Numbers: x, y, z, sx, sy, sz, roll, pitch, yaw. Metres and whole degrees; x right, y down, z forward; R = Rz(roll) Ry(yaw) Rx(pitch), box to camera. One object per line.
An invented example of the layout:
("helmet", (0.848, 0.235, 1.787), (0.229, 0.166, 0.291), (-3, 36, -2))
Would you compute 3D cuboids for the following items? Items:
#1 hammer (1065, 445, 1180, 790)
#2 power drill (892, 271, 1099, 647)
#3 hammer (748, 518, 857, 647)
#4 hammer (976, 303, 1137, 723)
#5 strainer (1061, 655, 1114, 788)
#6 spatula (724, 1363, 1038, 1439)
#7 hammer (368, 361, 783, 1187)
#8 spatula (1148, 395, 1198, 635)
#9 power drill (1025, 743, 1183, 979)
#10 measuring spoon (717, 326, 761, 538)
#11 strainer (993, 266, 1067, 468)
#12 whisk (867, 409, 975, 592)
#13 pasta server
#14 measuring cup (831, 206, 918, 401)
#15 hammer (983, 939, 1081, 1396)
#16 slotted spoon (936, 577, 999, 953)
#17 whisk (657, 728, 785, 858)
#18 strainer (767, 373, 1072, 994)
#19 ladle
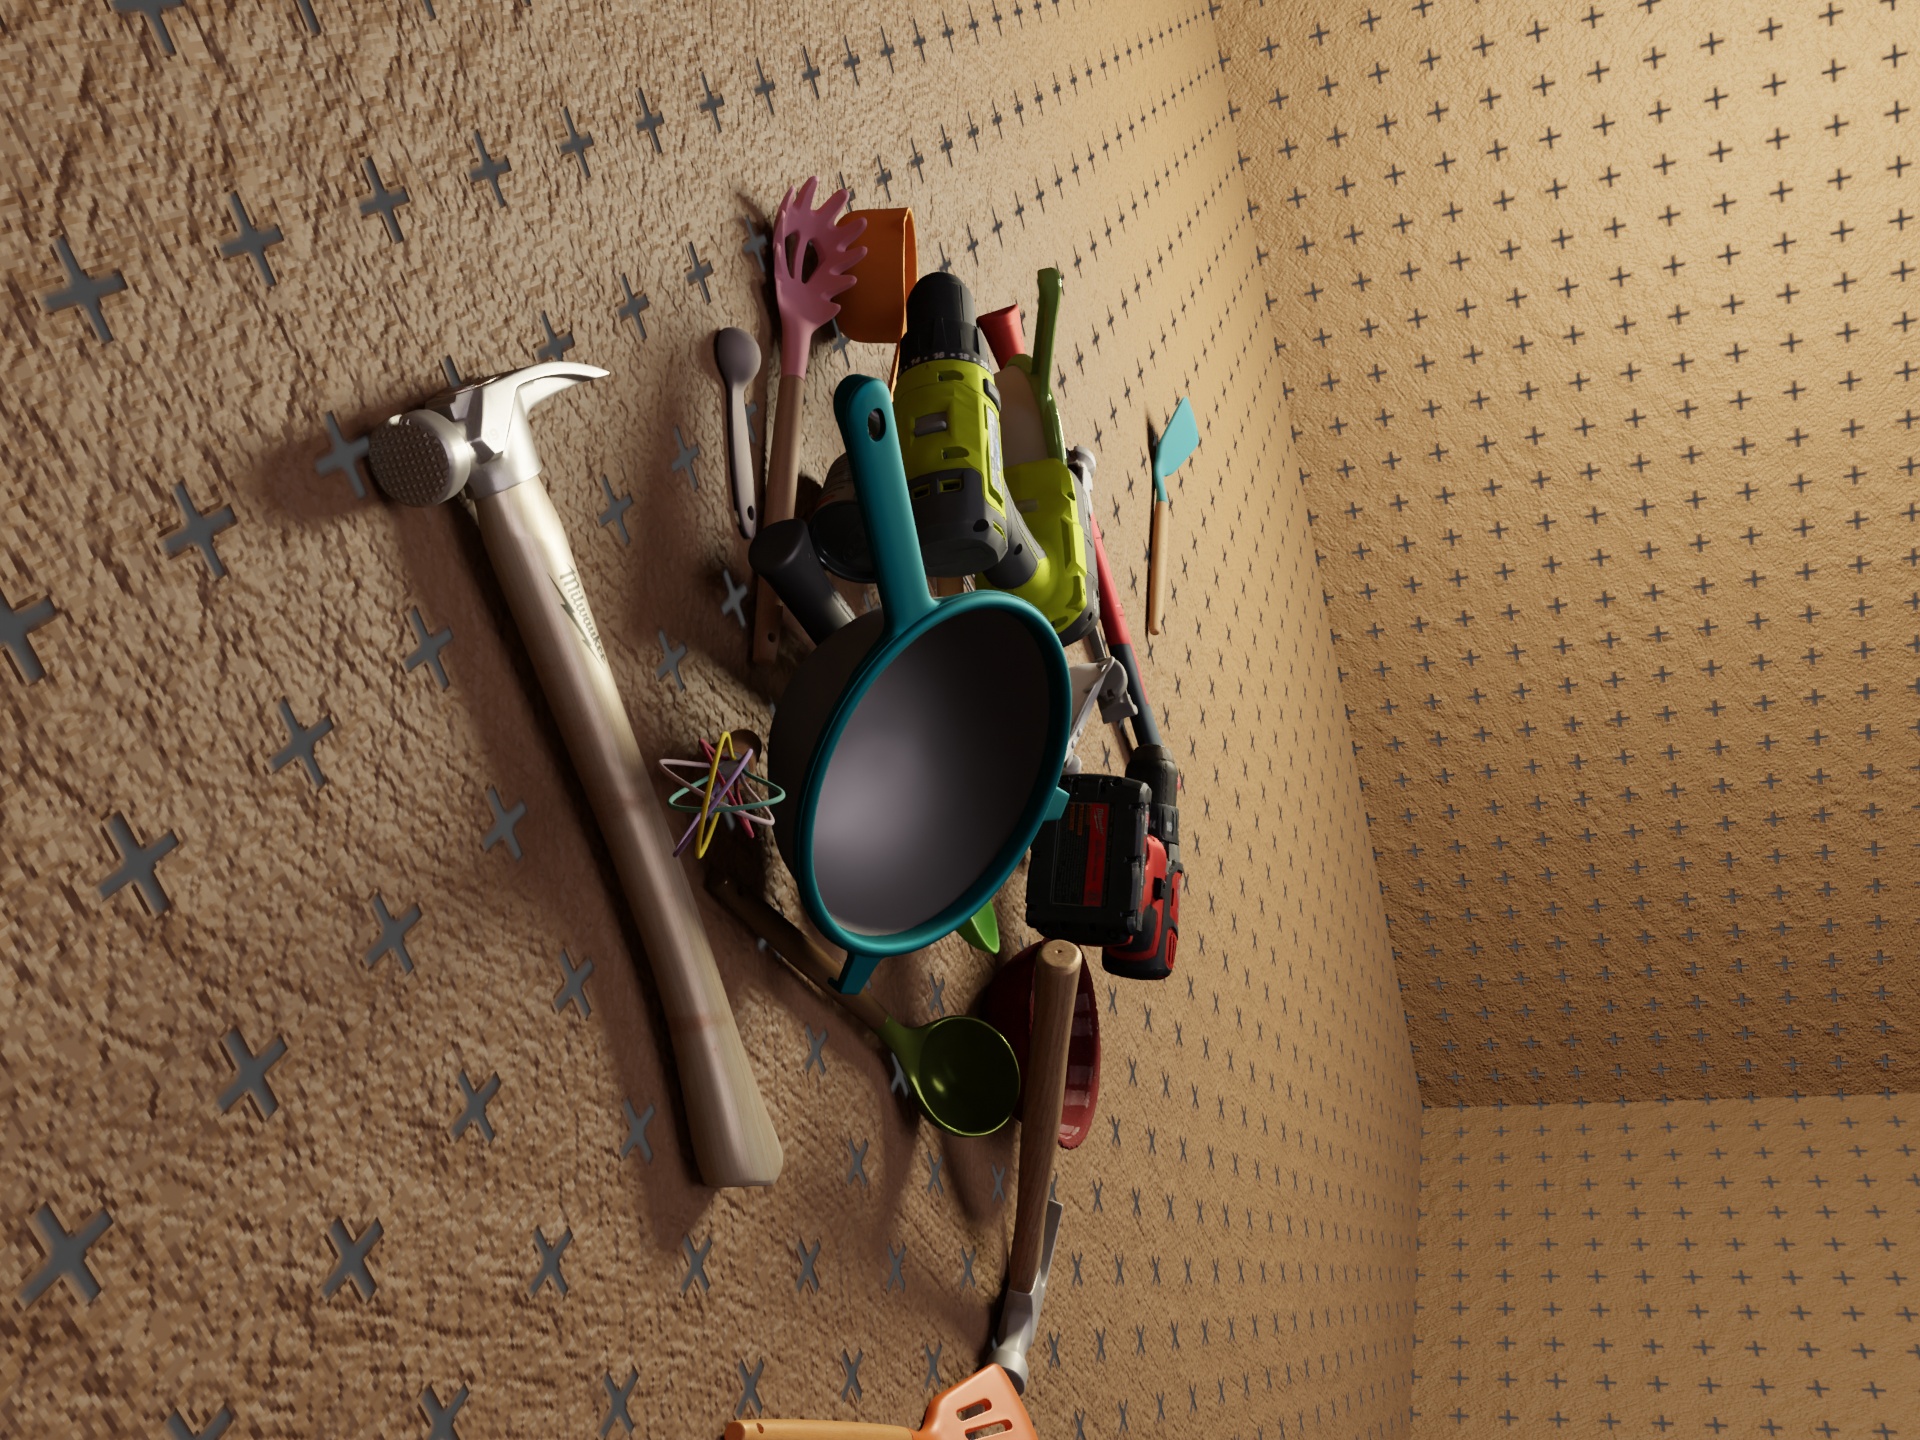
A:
("hammer", (0.154, -0.066, 1.544), (0.143, 0.038, 0.385), (-81, 156, -53))
("power drill", (0.019, -0.155, 1.015), (0.228, 0.080, 0.191), (44, 39, -62))
("hammer", (-0.052, -0.016, 0.984), (0.334, 0.035, 0.146), (57, 32, -58))
("hammer", (0.080, -0.174, 1.315), (0.149, 0.036, 0.359), (45, 29, -77))
("strainer", (0.081, 0.030, 1.220), (0.258, 0.050, 0.087), (92, 23, -52))
("spatula", (-0.037, 0.405, 0.907), (0.322, 0.041, 0.081), (43, 15, -56))
("hammer", (-0.151, 0.040, 0.746), (0.146, 0.038, 0.410), (-57, 135, -61))
("spatula", (0.241, -0.231, 1.833), (0.082, 0.044, 0.318), (60, 31, -52))
("power drill", (0.122, 0.094, 1.197), (0.226, 0.080, 0.188), (35, 59, -67))
("measuring spoon", (-0.121, -0.166, 0.914), (0.034, 0.018, 0.124), (5, 79, -69))
("strainer", (0.031, -0.227, 1.166), (0.256, 0.069, 0.152), (95, -19, -58))
("whisk", (-0.017, -0.147, 1.150), (0.246, 0.058, 0.059), (60, -4, -40))
("pasta server", (-0.099, -0.182, 0.950), (0.060, 0.040, 0.316), (16, 66, -31))
("measuring cup", (-0.061, -0.257, 1.032), (0.095, 0.052, 0.174), (83, 11, -60))
("hammer", (0.052, 0.287, 1.056), (0.130, 0.031, 0.331), (-64, 160, -60))
("slotted spoon", (-0.002, -0.003, 1.045), (0.070, 0.031, 0.314), (36, 48, -68))
("whisk", (-0.106, 0.022, 0.744), (0.245, 0.051, 0.047), (-131, -156, -83))
("strainer", (-0.048, -0.033, 0.842), (0.211, 0.095, 0.340), (-38, 135, -31))
("ladle", (-0.050, 0.165, 0.937), (0.319, 0.062, 0.078), (52, 40, -48))
